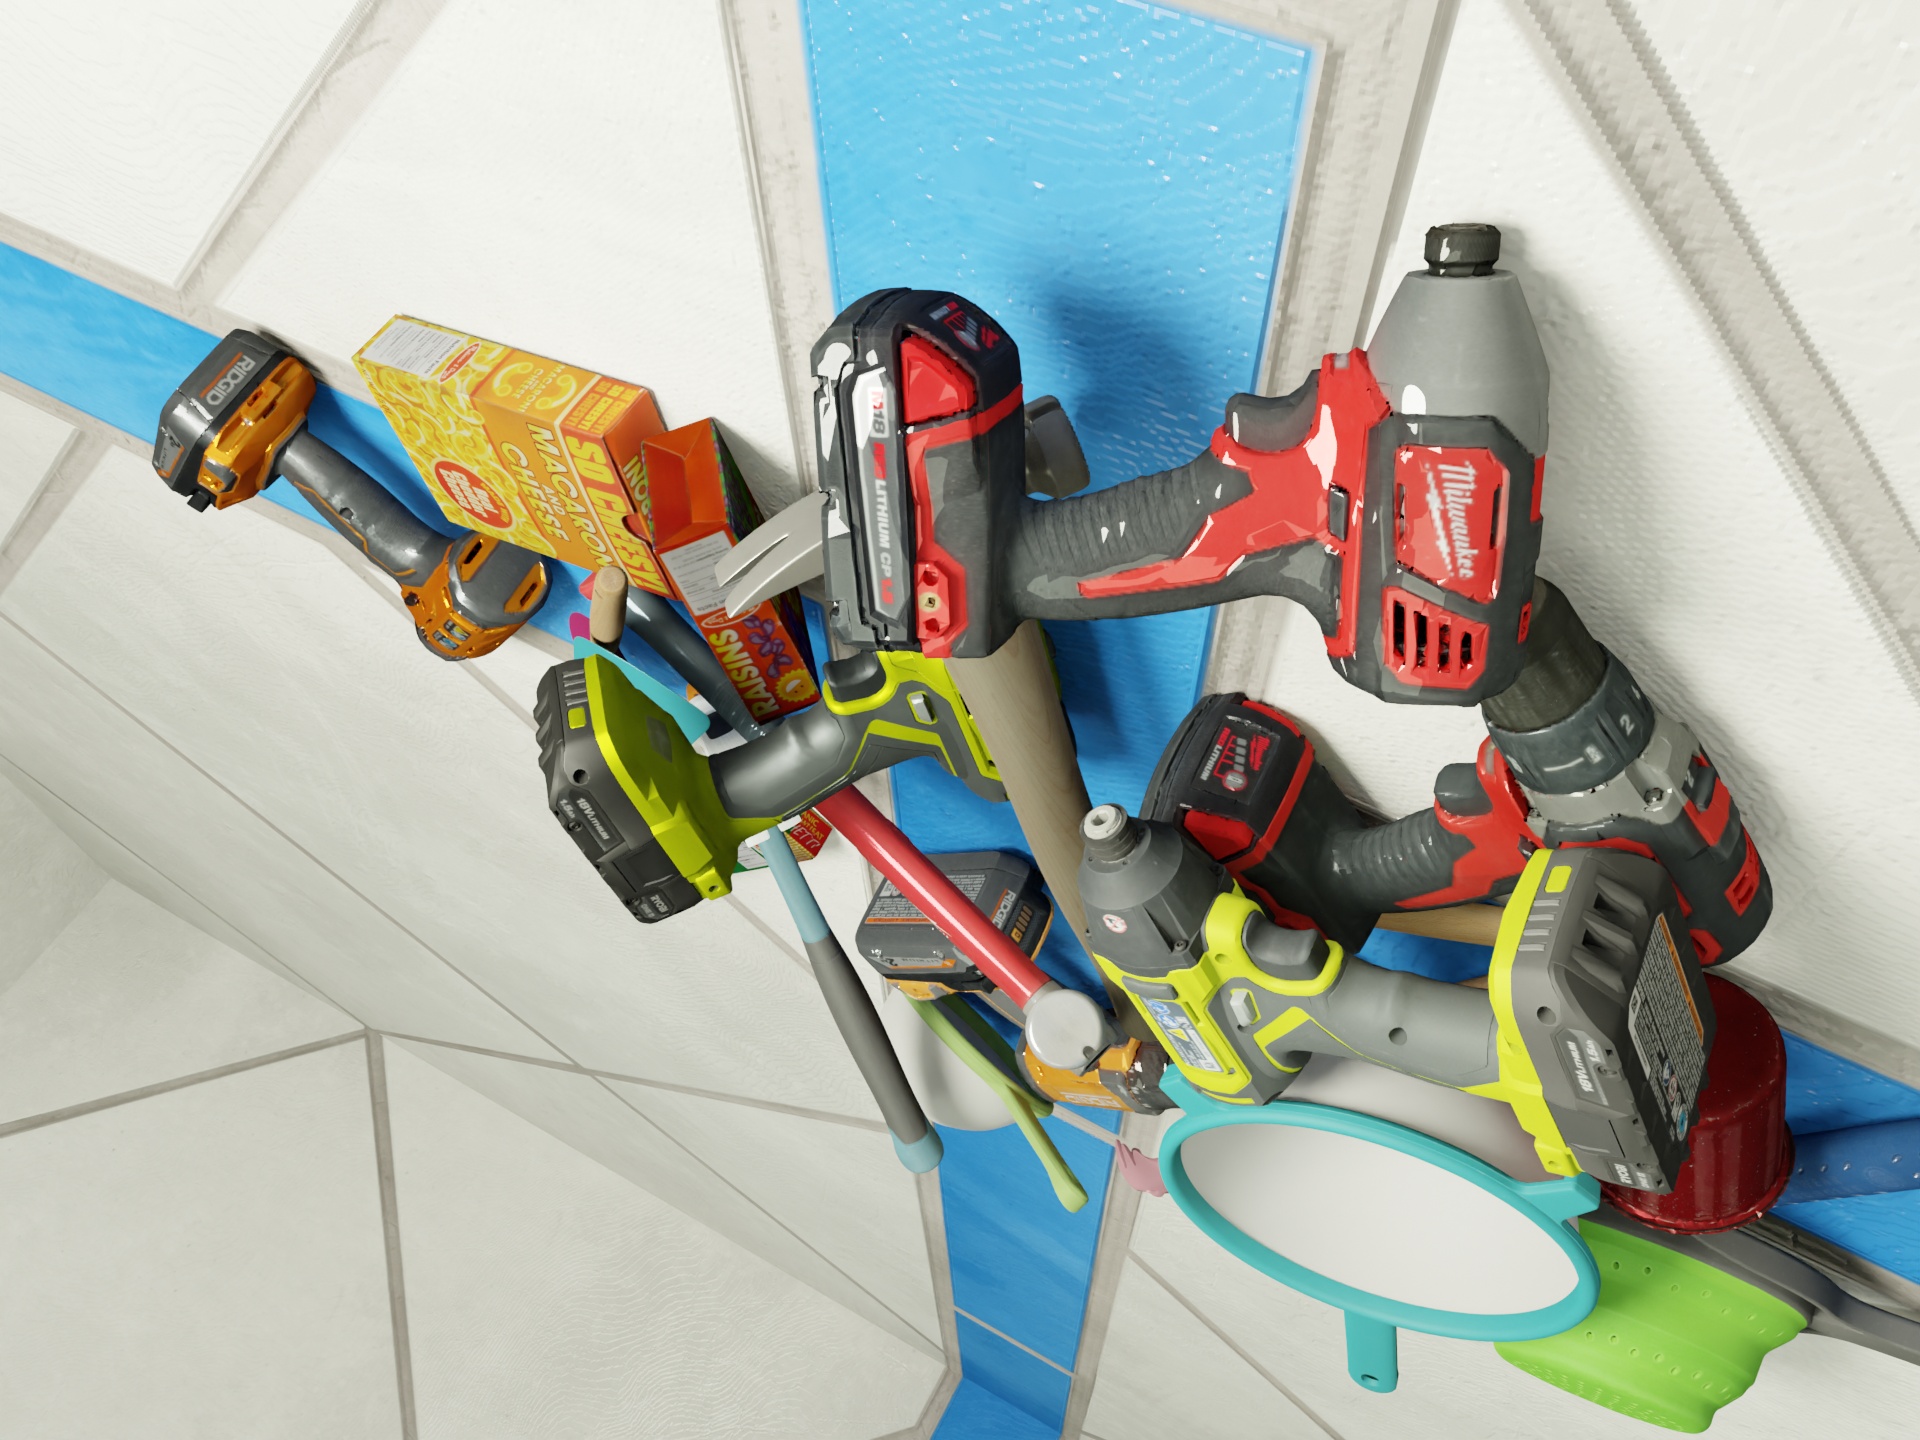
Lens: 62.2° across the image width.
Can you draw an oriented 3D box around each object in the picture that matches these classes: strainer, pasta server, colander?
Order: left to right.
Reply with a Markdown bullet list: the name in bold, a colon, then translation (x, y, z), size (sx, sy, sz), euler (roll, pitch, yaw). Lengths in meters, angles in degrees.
- **strainer**: translation (0.010, 0.264, 1.080), size (0.151, 0.069, 0.257), euler (43, -178, -31)
- **pasta server**: translation (0.141, 0.255, 0.988), size (0.060, 0.040, 0.316), euler (4, 154, -1)
- **strainer**: translation (0.225, 0.256, 0.837), size (0.211, 0.095, 0.340), euler (11, 144, 23)
- **colander**: translation (0.426, 0.337, 0.823), size (0.397, 0.094, 0.204), euler (15, 159, 25)

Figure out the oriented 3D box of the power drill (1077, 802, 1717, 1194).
- **power drill**: translation (0.157, 0.099, 0.617), size (0.223, 0.080, 0.171), euler (2, 139, 40)

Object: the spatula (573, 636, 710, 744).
- **spatula**: translation (-0.185, 0.010, 0.961), size (0.082, 0.044, 0.317), euler (32, 173, -1)

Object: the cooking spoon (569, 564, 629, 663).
- **cooking spoon**: translation (-0.190, -0.045, 0.848), size (0.068, 0.017, 0.319), euler (50, 165, -4)

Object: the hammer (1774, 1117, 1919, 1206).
- **hammer**: translation (0.431, 0.156, 0.619), size (0.144, 0.035, 0.405), euler (34, 153, -3)

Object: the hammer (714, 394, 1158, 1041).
- **hammer**: translation (0.034, 0.041, 0.732), size (0.410, 0.146, 0.038), euler (64, -177, -45)

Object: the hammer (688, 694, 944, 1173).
- **hammer**: translation (-0.085, 0.142, 0.987), size (0.330, 0.033, 0.128), euler (67, 168, -20)

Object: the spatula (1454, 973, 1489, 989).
- **spatula**: translation (0.240, 0.140, 0.792), size (0.060, 0.018, 0.316), euler (39, 158, -1)

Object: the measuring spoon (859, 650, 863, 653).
- **measuring spoon**: translation (-0.001, -0.003, 0.830), size (0.129, 0.021, 0.042), euler (27, 152, 15)

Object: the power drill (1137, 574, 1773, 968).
- **power drill**: translation (0.179, 0.025, 0.633), size (0.227, 0.080, 0.187), euler (-10, 131, 49)

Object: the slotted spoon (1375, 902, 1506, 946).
- **slotted spoon**: translation (0.189, 0.091, 0.780), size (0.314, 0.031, 0.070), euler (4, 141, 40)

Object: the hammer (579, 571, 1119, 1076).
- **hammer**: translation (-0.064, 0.045, 0.864), size (0.386, 0.038, 0.143), euler (43, 176, 15)

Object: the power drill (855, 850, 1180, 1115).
- **power drill**: translation (0.066, 0.174, 0.991), size (0.185, 0.084, 0.226), euler (-8, 136, 49)

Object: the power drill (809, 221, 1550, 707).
- **power drill**: translation (0.070, -0.082, 0.503), size (0.220, 0.078, 0.143), euler (4, 113, 15)

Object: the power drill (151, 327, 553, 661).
- **power drill**: translation (-0.369, -0.119, 0.972), size (0.226, 0.084, 0.164), euler (38, 153, -17)

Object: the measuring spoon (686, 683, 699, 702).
- **measuring spoon**: translation (-0.157, 0.012, 1.037), size (0.021, 0.011, 0.116), euler (20, 146, 25)

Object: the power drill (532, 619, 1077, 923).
- **power drill**: translation (-0.070, -0.010, 0.721), size (0.190, 0.228, 0.080), euler (66, -178, -47)
